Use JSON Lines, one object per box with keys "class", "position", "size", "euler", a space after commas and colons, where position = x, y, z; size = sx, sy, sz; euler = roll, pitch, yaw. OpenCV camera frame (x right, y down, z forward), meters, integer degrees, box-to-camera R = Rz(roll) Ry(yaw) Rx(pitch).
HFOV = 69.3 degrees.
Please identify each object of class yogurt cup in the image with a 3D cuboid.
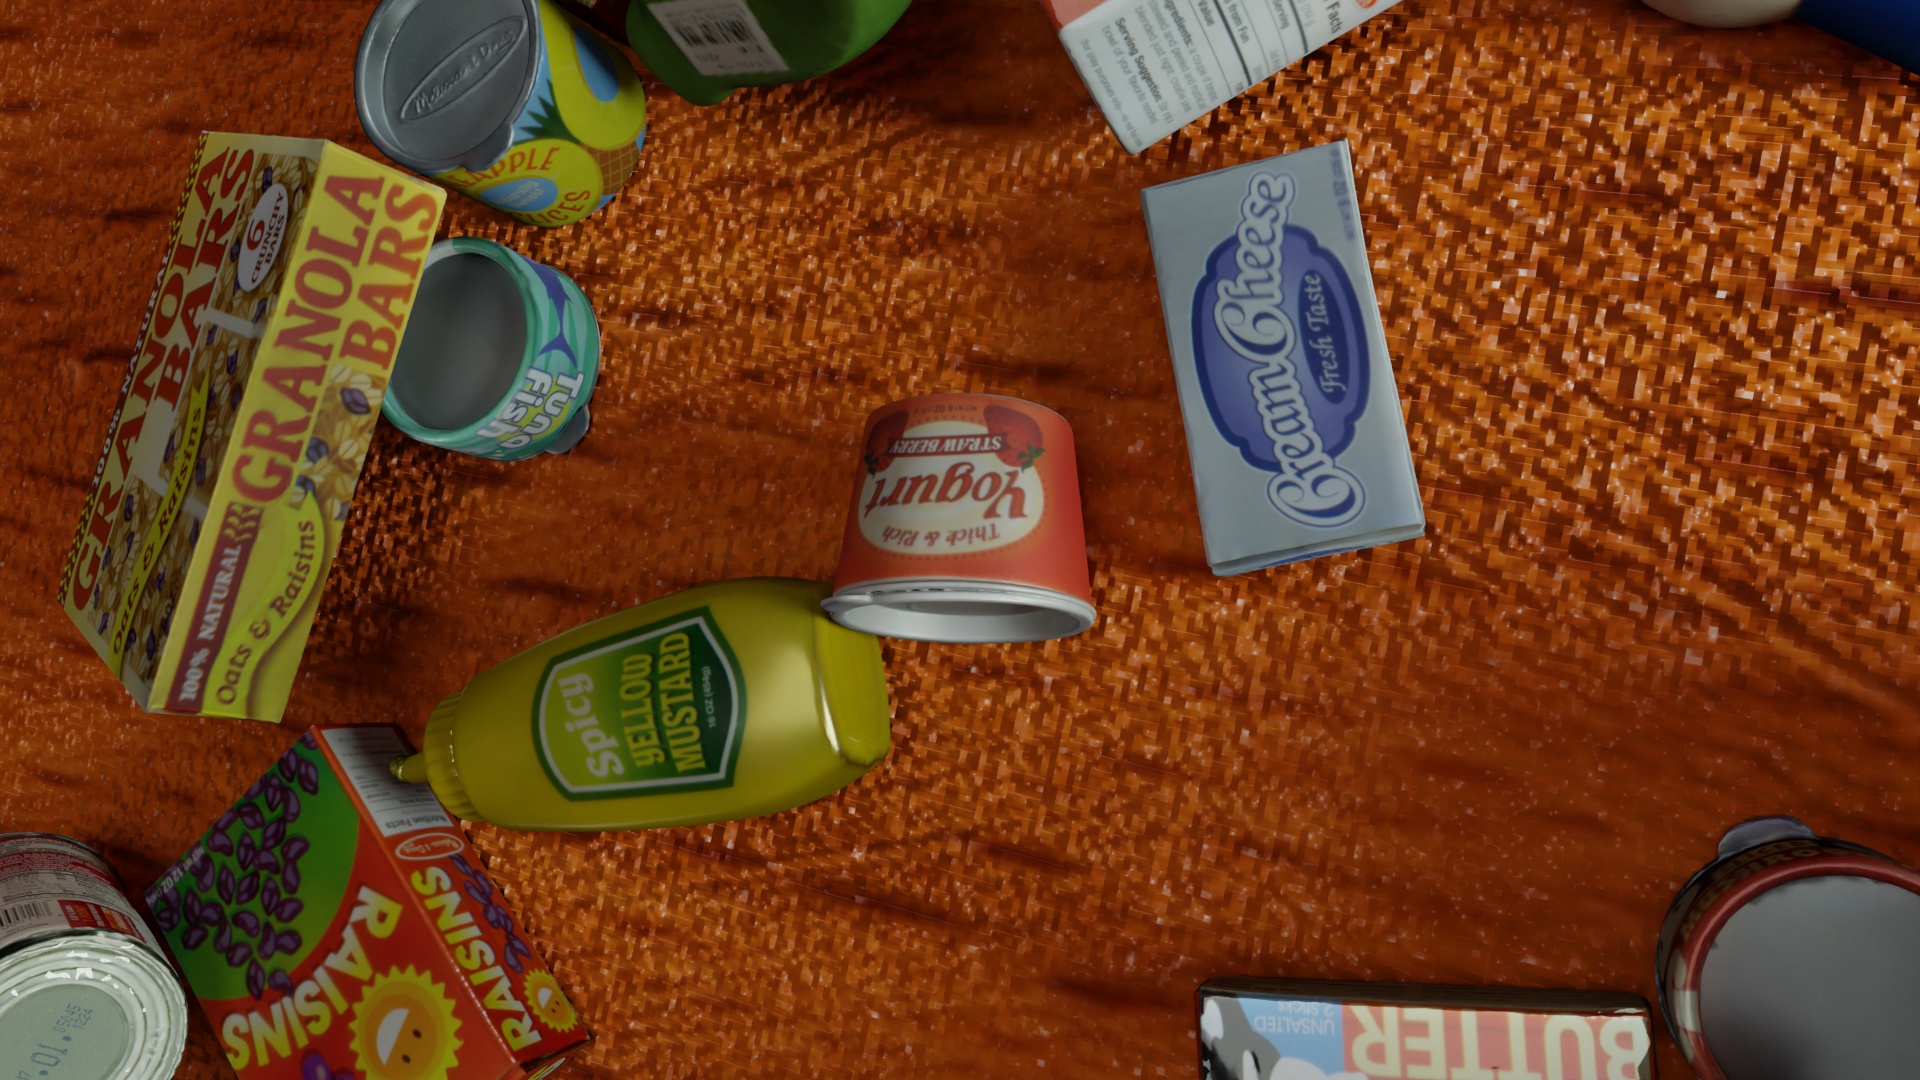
{"class": "yogurt cup", "position": [0.001, -0.005, 0.359], "size": [0.072, 0.072, 0.054], "euler": [-3, 75, 20]}

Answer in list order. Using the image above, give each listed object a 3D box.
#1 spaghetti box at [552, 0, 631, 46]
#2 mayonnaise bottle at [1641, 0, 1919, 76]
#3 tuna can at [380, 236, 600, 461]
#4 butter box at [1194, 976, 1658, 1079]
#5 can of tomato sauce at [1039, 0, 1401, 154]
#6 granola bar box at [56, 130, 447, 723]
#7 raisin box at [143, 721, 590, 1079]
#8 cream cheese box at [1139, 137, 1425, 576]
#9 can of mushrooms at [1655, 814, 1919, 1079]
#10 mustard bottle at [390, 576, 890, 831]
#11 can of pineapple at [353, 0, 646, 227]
{"class": "spaghetti box", "position": [-0.064, -0.277, 0.431], "size": [0.050, 0.028, 0.249], "euler": [33, 95, 19]}
{"class": "mayonnaise bottle", "position": [0.172, -0.156, 0.327], "size": [0.148, 0.041, 0.064], "euler": [36, 98, 18]}
{"class": "tuna can", "position": [-0.148, -0.058, 0.434], "size": [0.071, 0.033, 0.071], "euler": [-2, 83, 20]}
{"class": "butter box", "position": [0.108, 0.132, 0.325], "size": [0.103, 0.024, 0.053], "euler": [-4, 82, 19]}
{"class": "can of tomato sauce", "position": [0.064, -0.148, 0.352], "size": [0.083, 0.071, 0.071], "euler": [-28, 76, 16]}
{"class": "granola bar box", "position": [-0.225, -0.041, 0.433], "size": [0.124, 0.039, 0.165], "euler": [18, 91, 45]}
{"class": "raisin box", "position": [-0.181, 0.129, 0.422], "size": [0.086, 0.040, 0.123], "euler": [-42, 73, 10]}
{"class": "cream cheese box", "position": [0.082, -0.046, 0.355], "size": [0.053, 0.024, 0.104], "euler": [-12, 80, 19]}
{"class": "can of mushrooms", "position": [0.186, 0.096, 0.297], "size": [0.071, 0.033, 0.071], "euler": [-2, 84, 20]}
{"class": "mustard bottle", "position": [-0.101, 0.054, 0.396], "size": [0.160, 0.049, 0.065], "euler": [-15, 78, 17]}
{"class": "can of pineapple", "position": [-0.139, -0.134, 0.426], "size": [0.071, 0.058, 0.071], "euler": [-2, 84, 20]}
